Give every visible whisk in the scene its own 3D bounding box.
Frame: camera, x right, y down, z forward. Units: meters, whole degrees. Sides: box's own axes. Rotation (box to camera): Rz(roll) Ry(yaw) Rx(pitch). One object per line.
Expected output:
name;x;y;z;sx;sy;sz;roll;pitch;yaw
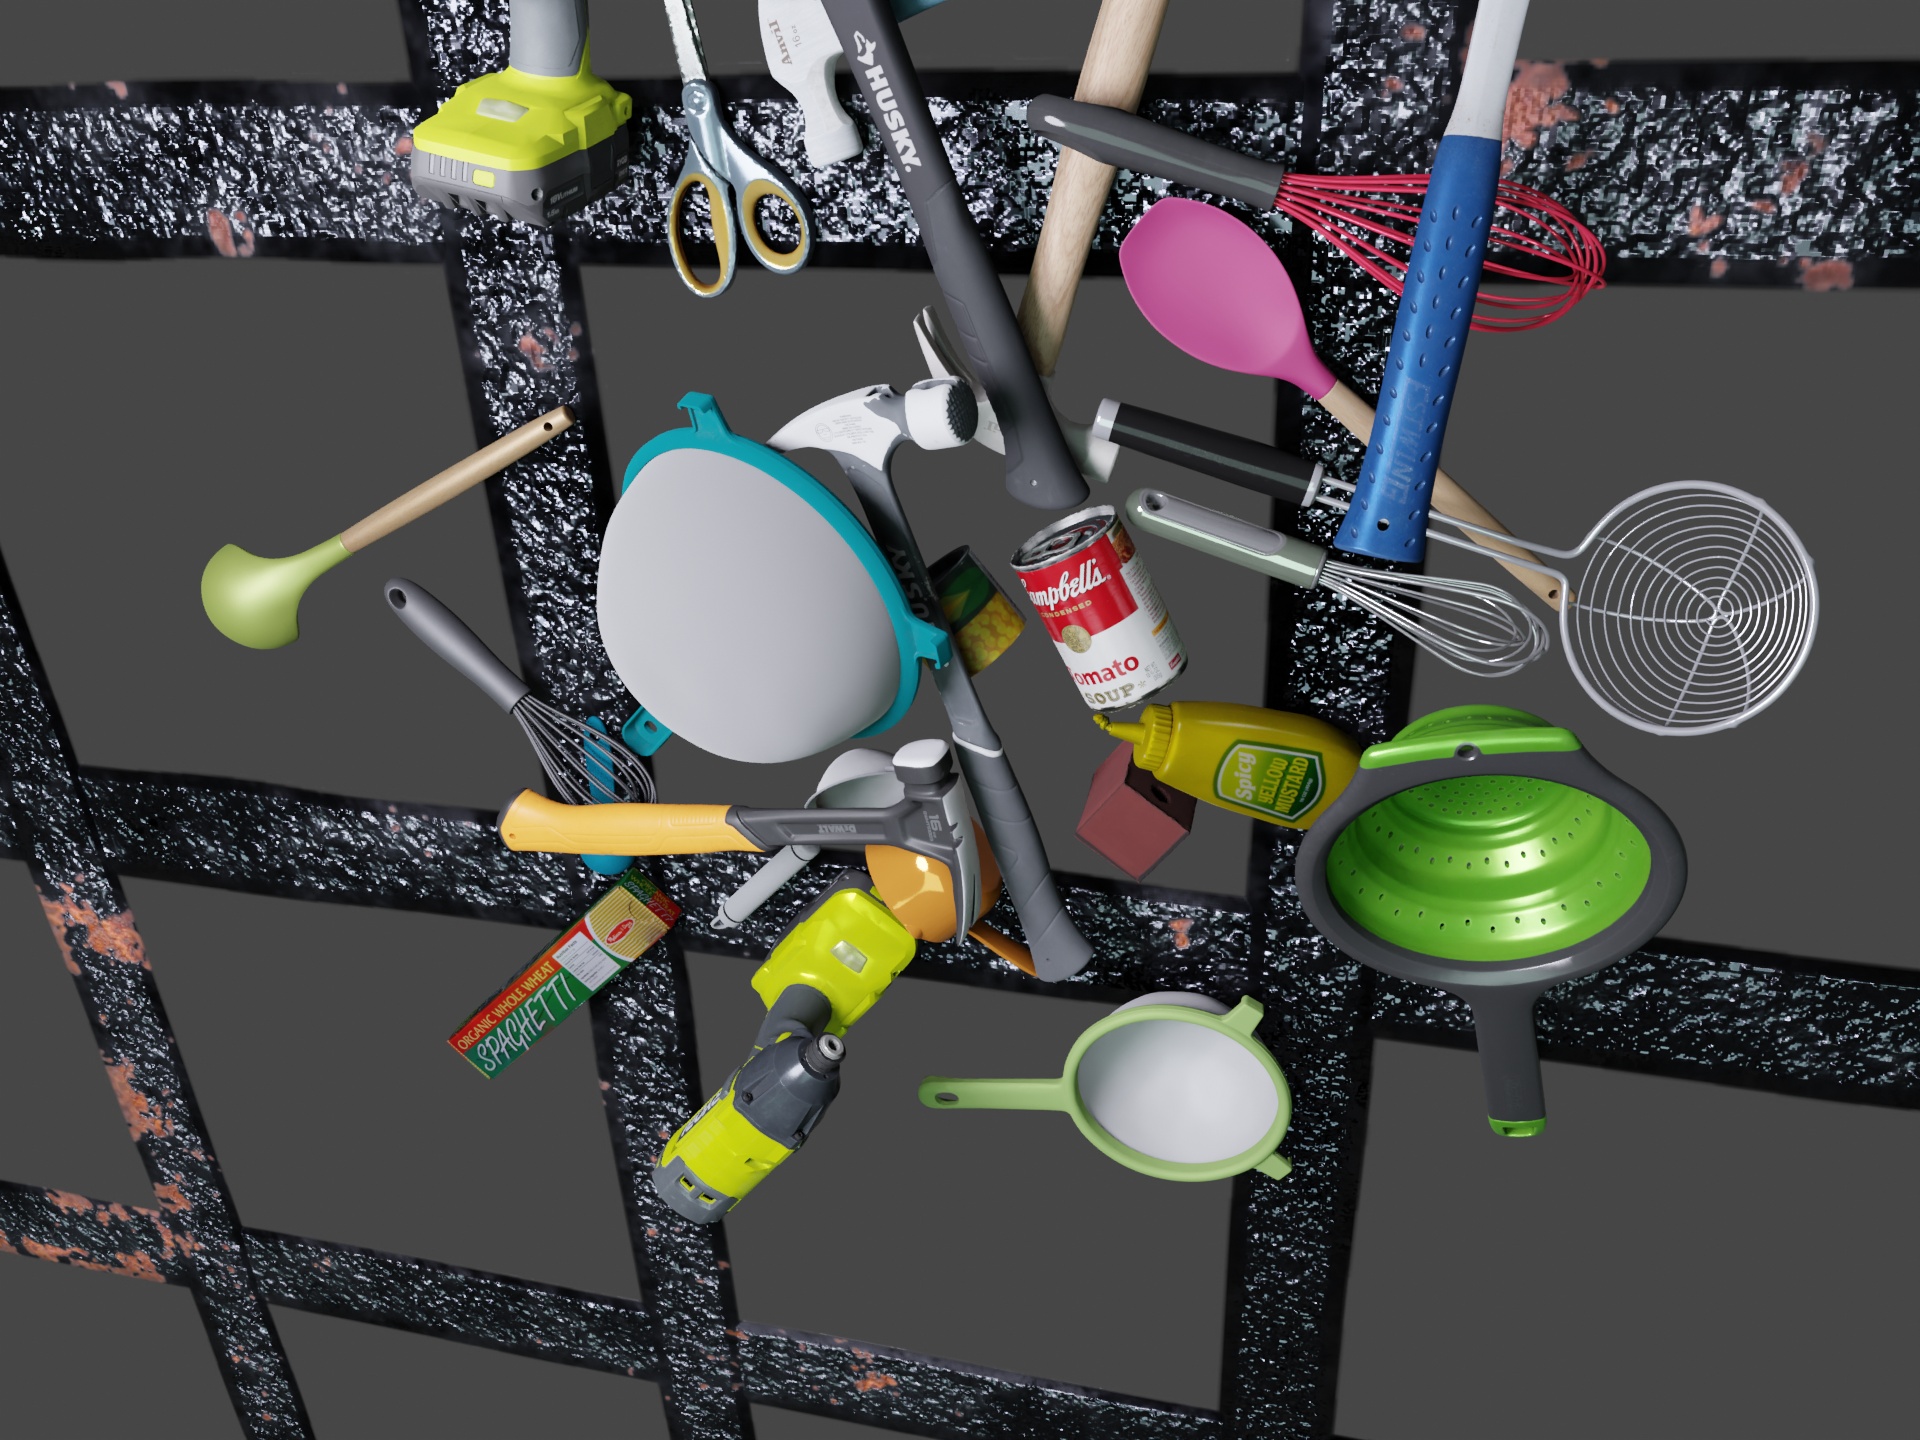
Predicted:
whisk;-0.300;-0.012;1.077;0.239;0.055;0.055;43;121;0
whisk;0.208;-0.082;0.892;0.246;0.058;0.059;21;152;9
whisk;0.173;-0.255;0.780;0.296;0.073;0.073;18;122;1

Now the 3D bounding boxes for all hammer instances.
hammer;-0.001;-0.003;0.928;0.149;0.036;0.408;-2;125;31
hammer;-0.004;-0.257;0.809;0.146;0.035;0.334;-5;122;36
hammer;0.039;-0.374;0.753;0.331;0.033;0.128;-8;114;32
hammer;0.240;-0.273;0.717;0.144;0.035;0.405;11;103;8
hammer;-0.148;0.074;1.000;0.337;0.034;0.127;-1;117;24
hammer;0.064;-0.291;0.826;0.130;0.031;0.331;20;121;5

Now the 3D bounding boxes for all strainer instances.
strainer;-0.162;-0.026;0.934;0.211;0.095;0.340;45;144;-5
strainer;-0.102;0.079;1.076;0.086;0.050;0.258;9;141;-41
strainer;0.098;0.238;1.087;0.256;0.069;0.151;-5;119;20

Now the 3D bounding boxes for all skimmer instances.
skimmer;0.239;-0.099;0.811;0.363;0.090;0.127;19;108;6

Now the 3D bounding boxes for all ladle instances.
ladle;-0.377;-0.132;1.047;0.320;0.062;0.078;-24;107;19

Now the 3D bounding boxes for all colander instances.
colander;0.319;0.115;0.954;0.204;0.095;0.396;-6;134;19

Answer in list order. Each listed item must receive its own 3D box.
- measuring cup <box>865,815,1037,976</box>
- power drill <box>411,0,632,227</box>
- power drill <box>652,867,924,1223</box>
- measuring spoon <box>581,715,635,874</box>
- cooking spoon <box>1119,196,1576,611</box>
measuring cup;0.016;0.116;1.048;0.052;0.095;0.173;-38;121;25
power drill;-0.221;-0.370;0.777;0.080;0.191;0.228;15;126;8
power drill;-0.101;0.202;1.035;0.080;0.223;0.171;38;122;-7
measuring spoon;-0.256;0.057;1.119;0.042;0.021;0.128;8;120;13
cooking spoon;0.214;-0.160;0.848;0.318;0.017;0.068;38;113;-12
